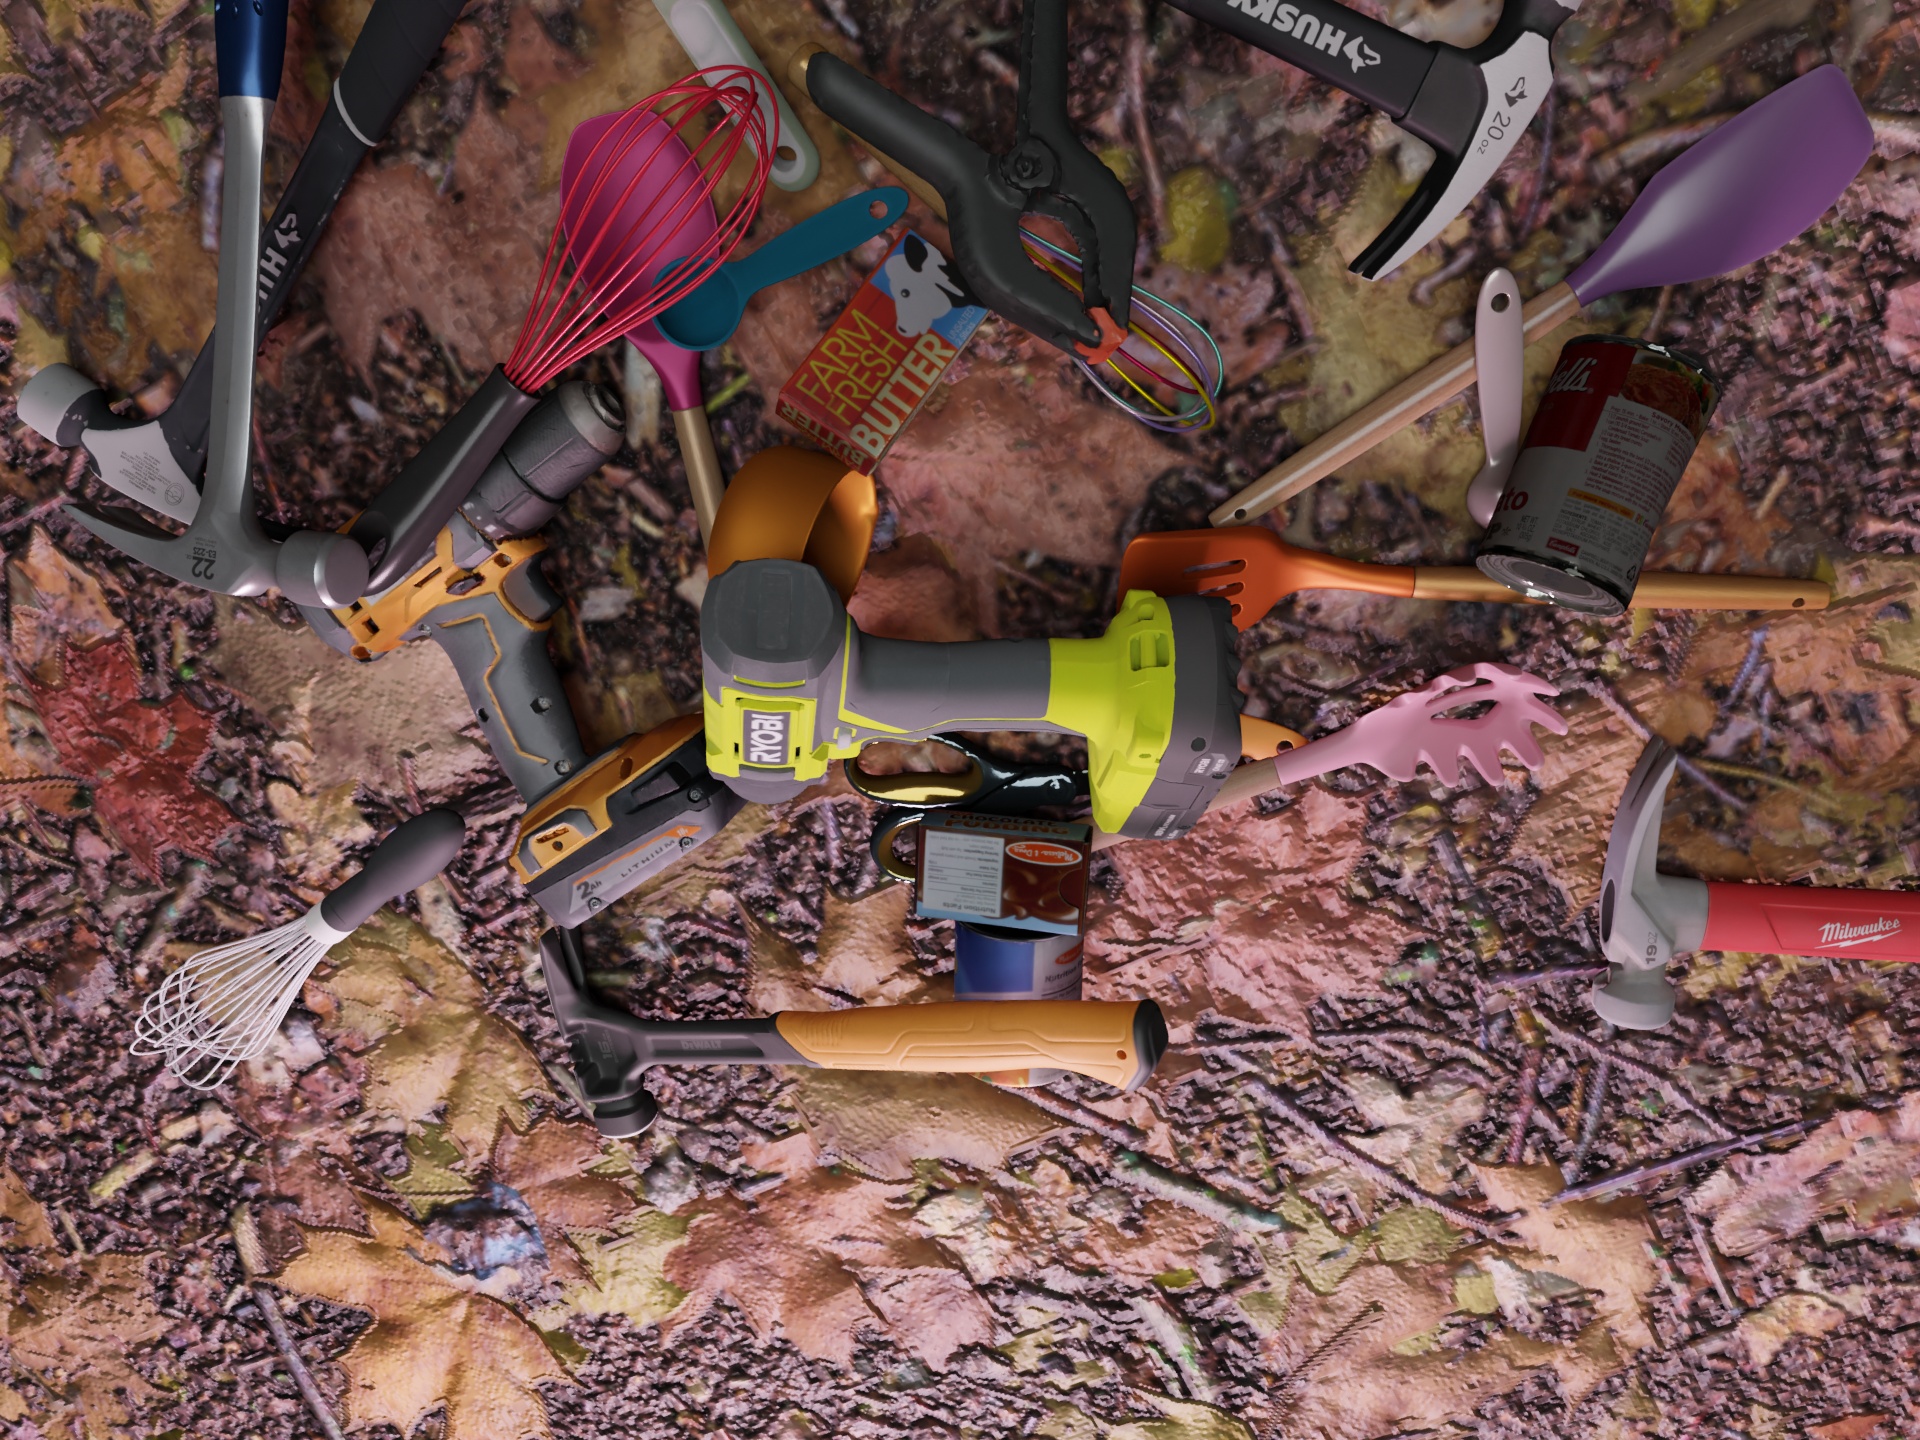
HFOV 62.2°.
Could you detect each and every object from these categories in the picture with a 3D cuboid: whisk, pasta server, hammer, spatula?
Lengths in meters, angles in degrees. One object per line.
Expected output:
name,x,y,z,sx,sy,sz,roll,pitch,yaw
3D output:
whisk,0.022,-0.213,0.703,0.245,0.047,0.051,41,110,-4
whisk,-0.343,0.118,0.826,0.284,0.070,0.070,-34,102,29
pasta server,0.128,0.037,0.769,0.316,0.040,0.060,-19,119,11
hammer,-0.061,0.152,0.795,0.337,0.034,0.127,-6,108,26
spatula,0.248,-0.171,0.702,0.316,0.018,0.059,-32,106,15
spatula,0.233,-0.057,0.731,0.322,0.041,0.081,2,131,4
hammer,0.507,0.087,0.749,0.386,0.038,0.143,3,108,6
hammer,0.079,-0.300,0.638,0.334,0.035,0.146,20,110,-12
hammer,-0.282,-0.258,0.728,0.149,0.036,0.409,36,109,-7
whisk,-0.181,-0.163,0.693,0.073,0.073,0.296,42,104,-8
whisk,-0.133,-0.329,0.660,0.058,0.059,0.246,-26,118,20
hammer,-0.315,-0.258,0.689,0.144,0.035,0.405,8,98,17

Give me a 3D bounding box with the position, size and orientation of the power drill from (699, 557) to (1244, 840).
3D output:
power drill,-0.001,-0.002,0.705,0.223,0.080,0.171,4,154,-6

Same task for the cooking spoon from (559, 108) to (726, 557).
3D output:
cooking spoon,-0.125,-0.124,0.762,0.068,0.017,0.318,-14,108,-6

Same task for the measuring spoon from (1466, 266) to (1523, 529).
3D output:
measuring spoon,0.240,-0.137,0.700,0.034,0.018,0.124,-12,121,3

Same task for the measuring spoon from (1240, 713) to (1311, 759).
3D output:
measuring spoon,0.117,0.003,0.781,0.117,0.011,0.021,14,110,2

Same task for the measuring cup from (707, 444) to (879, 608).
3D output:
measuring cup,-0.086,-0.051,0.761,0.052,0.095,0.173,21,131,12

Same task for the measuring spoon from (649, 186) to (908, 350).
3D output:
measuring spoon,-0.081,-0.209,0.725,0.128,0.021,0.042,-28,98,-2

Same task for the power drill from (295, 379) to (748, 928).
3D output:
power drill,-0.191,-0.035,0.772,0.185,0.084,0.226,-33,97,16
